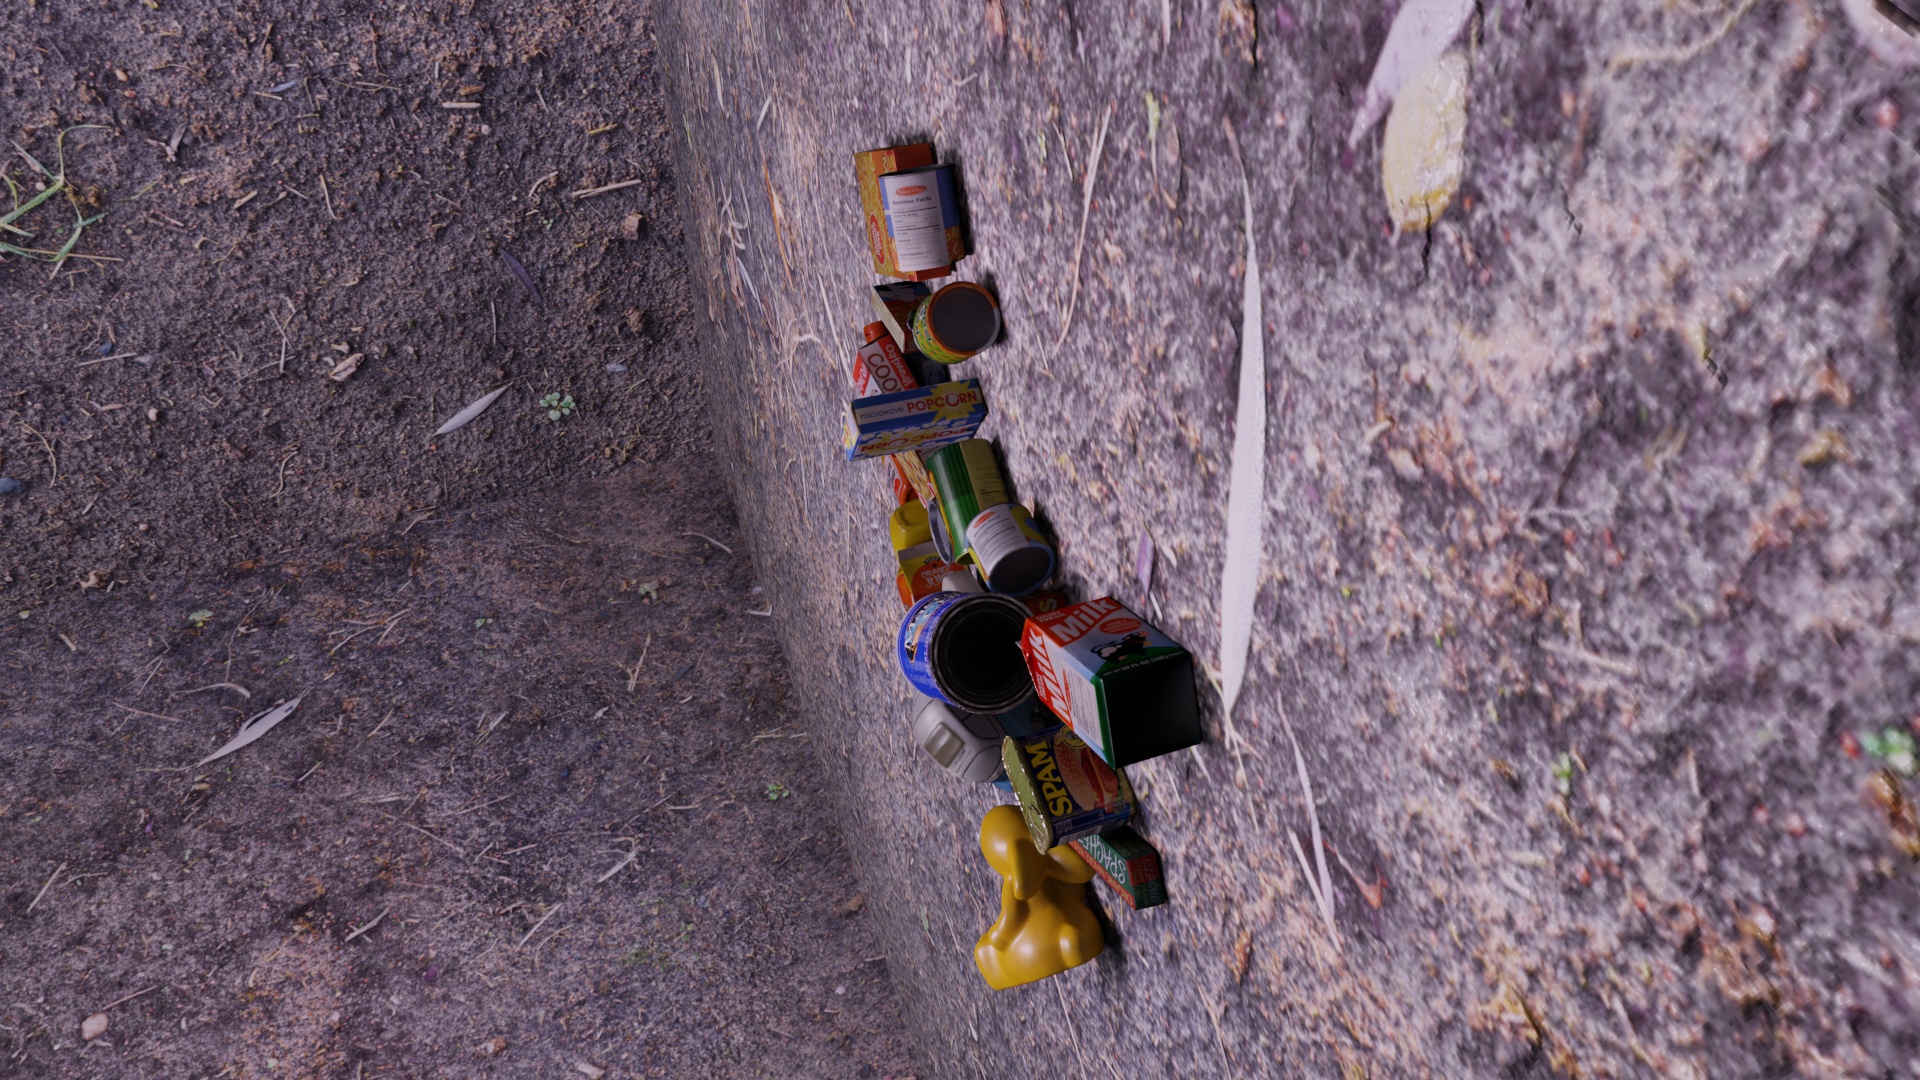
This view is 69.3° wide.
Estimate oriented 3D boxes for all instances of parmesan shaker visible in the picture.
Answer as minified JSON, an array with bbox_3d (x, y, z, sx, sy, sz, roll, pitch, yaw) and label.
[{"bbox_3d":[0.014,-0.036,1.306,0.071,0.071,0.103,117,137,-69],"label":"parmesan shaker"}]

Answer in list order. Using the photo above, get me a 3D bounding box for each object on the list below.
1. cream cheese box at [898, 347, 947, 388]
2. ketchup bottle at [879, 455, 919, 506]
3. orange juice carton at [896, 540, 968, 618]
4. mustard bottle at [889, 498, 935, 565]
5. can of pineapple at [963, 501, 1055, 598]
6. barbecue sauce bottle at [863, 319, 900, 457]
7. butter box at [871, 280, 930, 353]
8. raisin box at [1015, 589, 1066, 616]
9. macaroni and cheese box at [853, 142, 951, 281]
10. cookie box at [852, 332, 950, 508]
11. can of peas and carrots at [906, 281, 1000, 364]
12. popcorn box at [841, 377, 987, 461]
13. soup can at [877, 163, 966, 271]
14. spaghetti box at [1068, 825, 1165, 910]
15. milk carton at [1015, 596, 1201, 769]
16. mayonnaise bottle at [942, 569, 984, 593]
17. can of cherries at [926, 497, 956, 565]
[{"bbox_3d":[-0.038,-0.171,1.452,0.104,0.024,0.053,-139,36,-67],"label":"cream cheese box"},{"bbox_3d":[-0.071,-0.100,1.614,0.064,0.043,0.149,90,161,-51],"label":"ketchup bottle"},{"bbox_3d":[-0.021,0.092,1.550,0.073,0.072,0.192,-145,42,-69],"label":"orange juice carton"},{"bbox_3d":[-0.044,0.016,1.588,0.159,0.065,0.049,88,157,-54],"label":"mustard bottle"},{"bbox_3d":[0.045,0.010,1.229,0.070,0.071,0.058,89,160,-43],"label":"can of pineapple"},{"bbox_3d":[-0.072,-0.170,1.543,0.064,0.044,0.148,-21,84,67],"label":"barbecue sauce bottle"},{"bbox_3d":[-0.048,-0.224,1.381,0.104,0.053,0.024,-121,24,-47],"label":"butter box"},{"bbox_3d":[0.067,0.089,1.274,0.123,0.040,0.086,178,79,-75],"label":"raisin box"},{"bbox_3d":[-0.057,-0.318,1.344,0.167,0.040,0.123,-142,40,-68],"label":"macaroni and cheese box"},{"bbox_3d":[-0.054,-0.122,1.444,0.167,0.040,0.123,61,171,2],"label":"cookie box"},{"bbox_3d":[-0.006,-0.190,1.212,0.058,0.071,0.071,179,77,-75],"label":"can of peas and carrots"},{"bbox_3d":[-0.046,-0.115,1.330,0.085,0.127,0.038,126,131,-72],"label":"popcorn box"},{"bbox_3d":[-0.033,-0.288,1.233,0.071,0.071,0.083,-139,37,-66],"label":"soup can"},{"bbox_3d":[0.120,0.264,1.266,0.250,0.029,0.050,-152,48,-72],"label":"spaghetti box"},{"bbox_3d":[0.106,0.098,1.063,0.191,0.072,0.073,-143,41,-67],"label":"milk carton"},{"bbox_3d":[0.024,0.088,1.439,0.148,0.041,0.064,-130,24,-57],"label":"mayonnaise bottle"},{"bbox_3d":[0.005,-0.017,1.369,0.071,0.058,0.071,166,89,-77],"label":"can of cherries"}]
